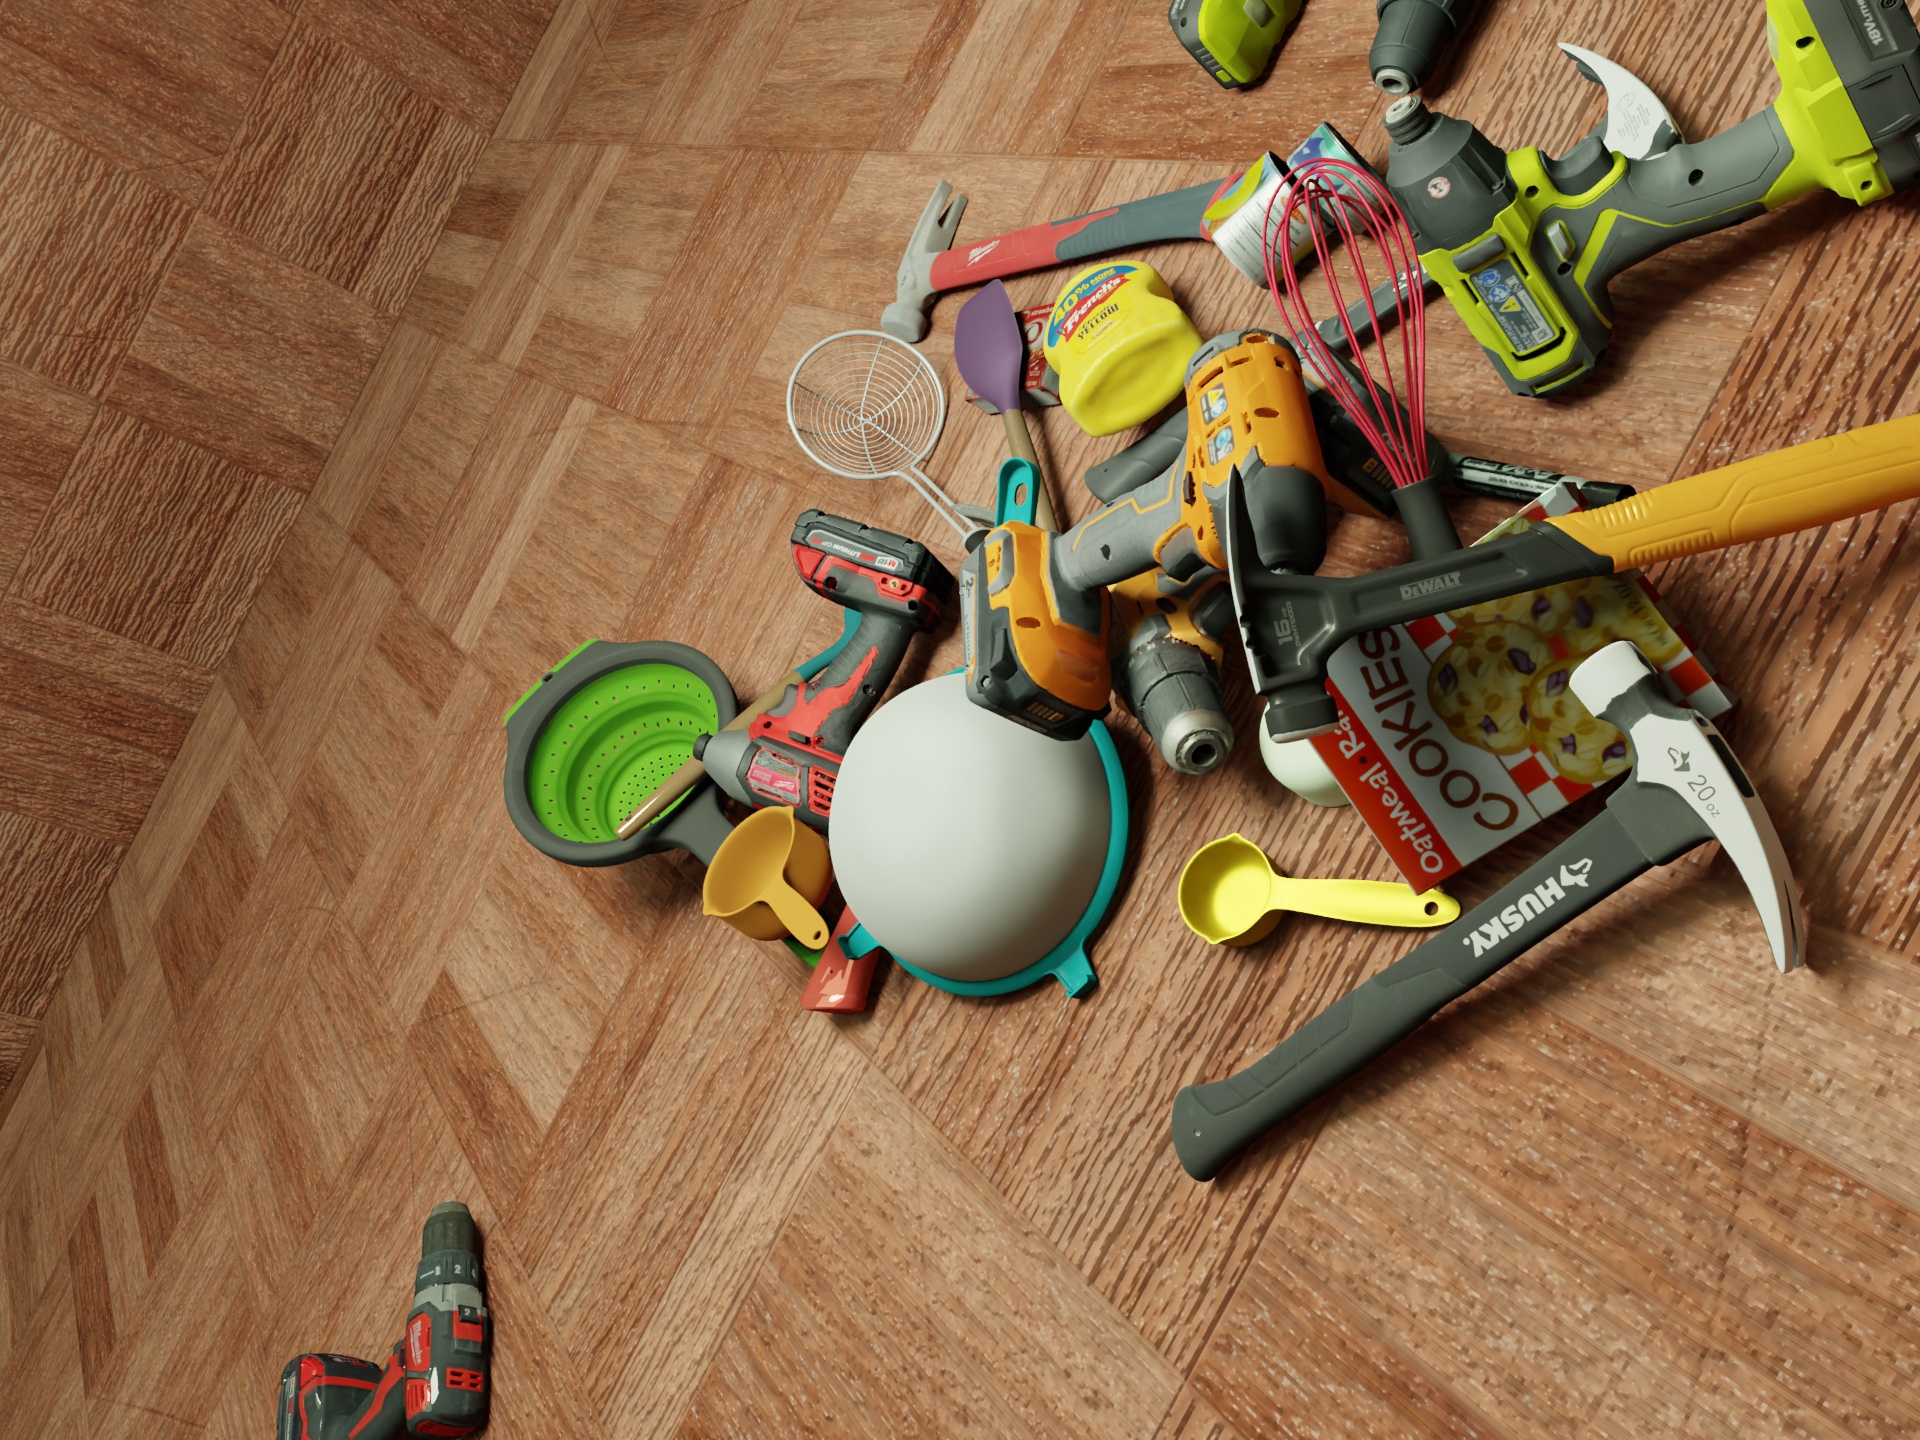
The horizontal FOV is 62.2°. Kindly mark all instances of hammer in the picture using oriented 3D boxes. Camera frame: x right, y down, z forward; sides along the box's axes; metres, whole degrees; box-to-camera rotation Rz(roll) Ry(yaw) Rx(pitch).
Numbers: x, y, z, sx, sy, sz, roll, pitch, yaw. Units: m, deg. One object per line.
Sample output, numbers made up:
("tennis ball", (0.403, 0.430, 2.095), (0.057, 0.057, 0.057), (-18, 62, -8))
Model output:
("hammer", (0.219, 0.124, 0.732), (0.334, 0.035, 0.146), (-46, 62, 31))
("hammer", (-0.024, 0.034, 1.071), (0.149, 0.036, 0.359), (32, 100, 43))
("hammer", (0.283, -0.087, 0.677), (0.337, 0.034, 0.127), (-13, 84, 14))
("hammer", (0.081, -0.381, 1.223), (0.386, 0.038, 0.143), (7, 73, 52))
("hammer", (0.231, -0.242, 0.960), (0.409, 0.036, 0.149), (-31, 46, 36))

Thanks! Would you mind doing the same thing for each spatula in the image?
("spatula", (0.041, -0.198, 1.136), (0.060, 0.018, 0.316), (-34, 51, 28))
("spatula", (-0.149, -0.025, 1.226), (0.317, 0.044, 0.082), (-43, 36, -16))

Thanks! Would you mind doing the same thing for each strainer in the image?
("strainer", (-0.002, -0.003, 0.973), (0.211, 0.095, 0.340), (3, 84, 37))

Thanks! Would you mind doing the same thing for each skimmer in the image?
("skimmer", (-0.021, -0.184, 1.182), (0.127, 0.090, 0.364), (-27, 41, -10))

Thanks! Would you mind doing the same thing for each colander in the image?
("colander", (-0.208, 0.084, 1.257), (0.204, 0.094, 0.397), (-44, 54, -11))

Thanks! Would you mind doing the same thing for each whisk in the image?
("whisk", (0.218, -0.135, 0.784), (0.073, 0.073, 0.296), (-18, 92, 44))

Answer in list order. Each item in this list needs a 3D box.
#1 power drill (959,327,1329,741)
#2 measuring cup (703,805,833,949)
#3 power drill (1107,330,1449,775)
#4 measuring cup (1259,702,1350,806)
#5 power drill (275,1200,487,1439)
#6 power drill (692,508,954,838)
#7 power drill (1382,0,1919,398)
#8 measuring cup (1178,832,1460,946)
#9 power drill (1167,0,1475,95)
("power drill", (0.098, -0.081, 0.838), (0.226, 0.084, 0.164), (-38, 42, 38))
("measuring cup", (-0.111, 0.123, 1.070), (0.095, 0.052, 0.174), (-51, 34, -3))
("power drill", (0.164, -0.087, 0.890), (0.226, 0.084, 0.186), (-50, 25, 21))
("measuring cup", (0.225, -0.021, 0.829), (0.167, 0.038, 0.083), (-41, 42, 30))
("power drill", (-0.469, 0.524, 1.314), (0.226, 0.080, 0.188), (-39, 43, 25))
("power drill", (-0.102, -0.033, 1.163), (0.143, 0.078, 0.220), (19, 84, 19))
("power drill", (0.325, -0.269, 0.751), (0.223, 0.171, 0.080), (-26, 33, 34))
("measuring cup", (0.187, 0.095, 0.827), (0.156, 0.029, 0.062), (2, 70, 38))
("power drill", (0.252, -0.492, 1.052), (0.229, 0.080, 0.190), (15, 80, 50))
